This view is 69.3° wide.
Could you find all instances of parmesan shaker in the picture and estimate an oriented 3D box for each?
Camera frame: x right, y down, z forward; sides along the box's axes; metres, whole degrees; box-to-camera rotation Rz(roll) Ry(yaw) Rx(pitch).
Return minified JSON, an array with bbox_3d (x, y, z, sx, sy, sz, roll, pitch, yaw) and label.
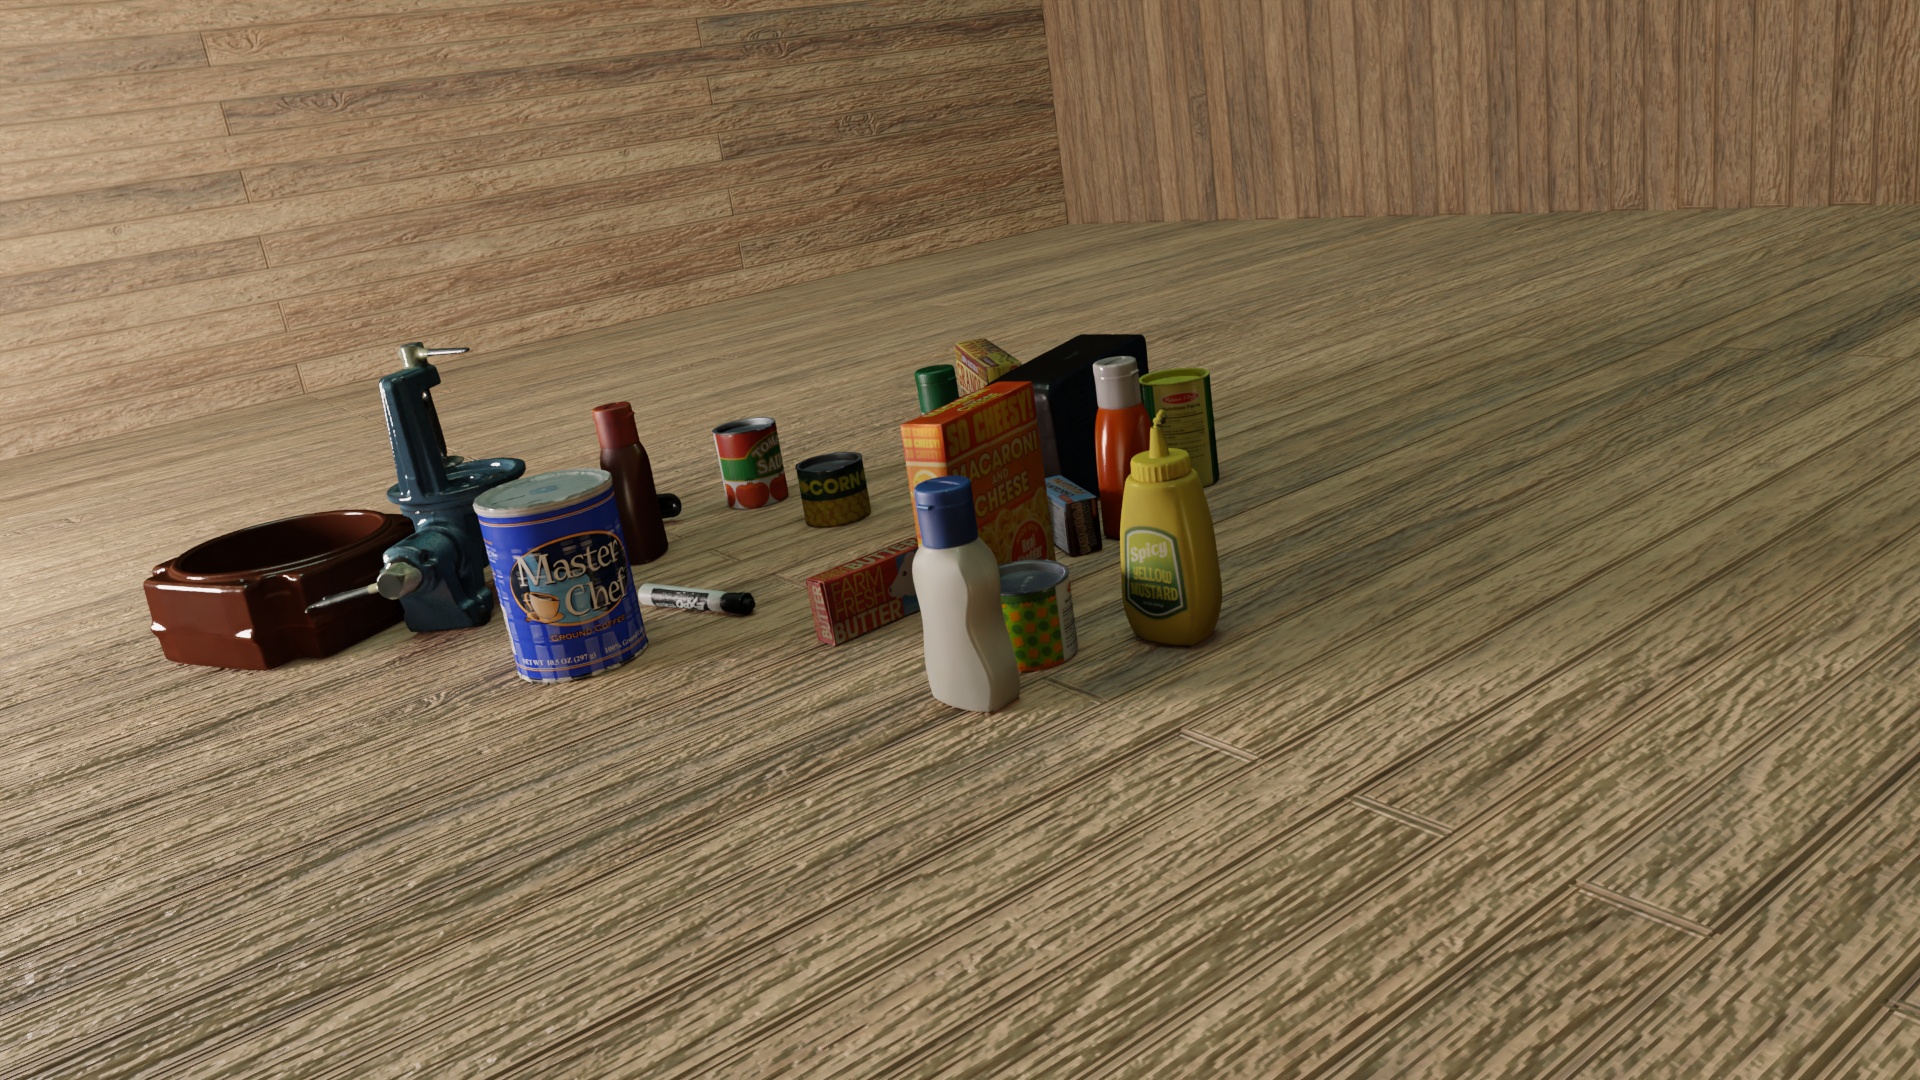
[{"bbox_3d":[0.201,-0.104,1.295,0.071,0.102,0.071,-8,17,3],"label":"parmesan shaker"}]

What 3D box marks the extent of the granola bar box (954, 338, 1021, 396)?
[{"bbox_3d":[0.034,-0.136,1.439,0.039,0.123,0.166,-11,18,-8],"label":"granola bar box"}]

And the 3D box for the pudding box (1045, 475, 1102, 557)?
[{"bbox_3d":[0.089,-0.022,1.180,0.030,0.049,0.084,-13,18,-14],"label":"pudding box"}]

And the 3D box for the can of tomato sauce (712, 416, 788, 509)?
[{"bbox_3d":[-0.218,-0.081,1.455,0.071,0.082,0.071,-8,17,3],"label":"can of tomato sauce"}]

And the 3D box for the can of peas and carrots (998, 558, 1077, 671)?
[{"bbox_3d":[0.043,0.051,0.957,0.071,0.058,0.071,-8,17,3],"label":"can of peas and carrots"}]

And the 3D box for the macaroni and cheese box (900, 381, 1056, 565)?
[{"bbox_3d":[0.016,-0.022,1.021,0.040,0.166,0.124,4,21,35],"label":"macaroni and cheese box"}]

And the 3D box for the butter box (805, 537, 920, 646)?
[{"bbox_3d":[-0.066,0.038,1.060,0.104,0.053,0.024,-21,21,-35],"label":"butter box"}]

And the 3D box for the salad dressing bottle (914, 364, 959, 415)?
[{"bbox_3d":[-0.012,-0.085,1.264,0.044,0.147,0.064,4,21,36],"label":"salad dressing bottle"}]

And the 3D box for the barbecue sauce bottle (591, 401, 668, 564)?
[{"bbox_3d":[-0.313,-0.056,1.312,0.044,0.148,0.065,-6,17,8],"label":"barbecue sauce bottle"}]

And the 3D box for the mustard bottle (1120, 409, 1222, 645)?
[{"bbox_3d":[0.138,-0.010,0.936,0.065,0.159,0.049,5,22,38],"label":"mustard bottle"}]

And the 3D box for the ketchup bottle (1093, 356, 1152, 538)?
[{"bbox_3d":[0.139,-0.079,1.173,0.043,0.148,0.065,4,21,36],"label":"ketchup bottle"}]

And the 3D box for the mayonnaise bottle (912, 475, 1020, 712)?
[{"bbox_3d":[0.000,0.034,0.885,0.065,0.147,0.041,9,24,44],"label":"mayonnaise bottle"}]

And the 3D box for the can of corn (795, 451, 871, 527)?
[{"bbox_3d":[-0.123,-0.049,1.351,0.071,0.058,0.071,-8,17,3],"label":"can of corn"}]
